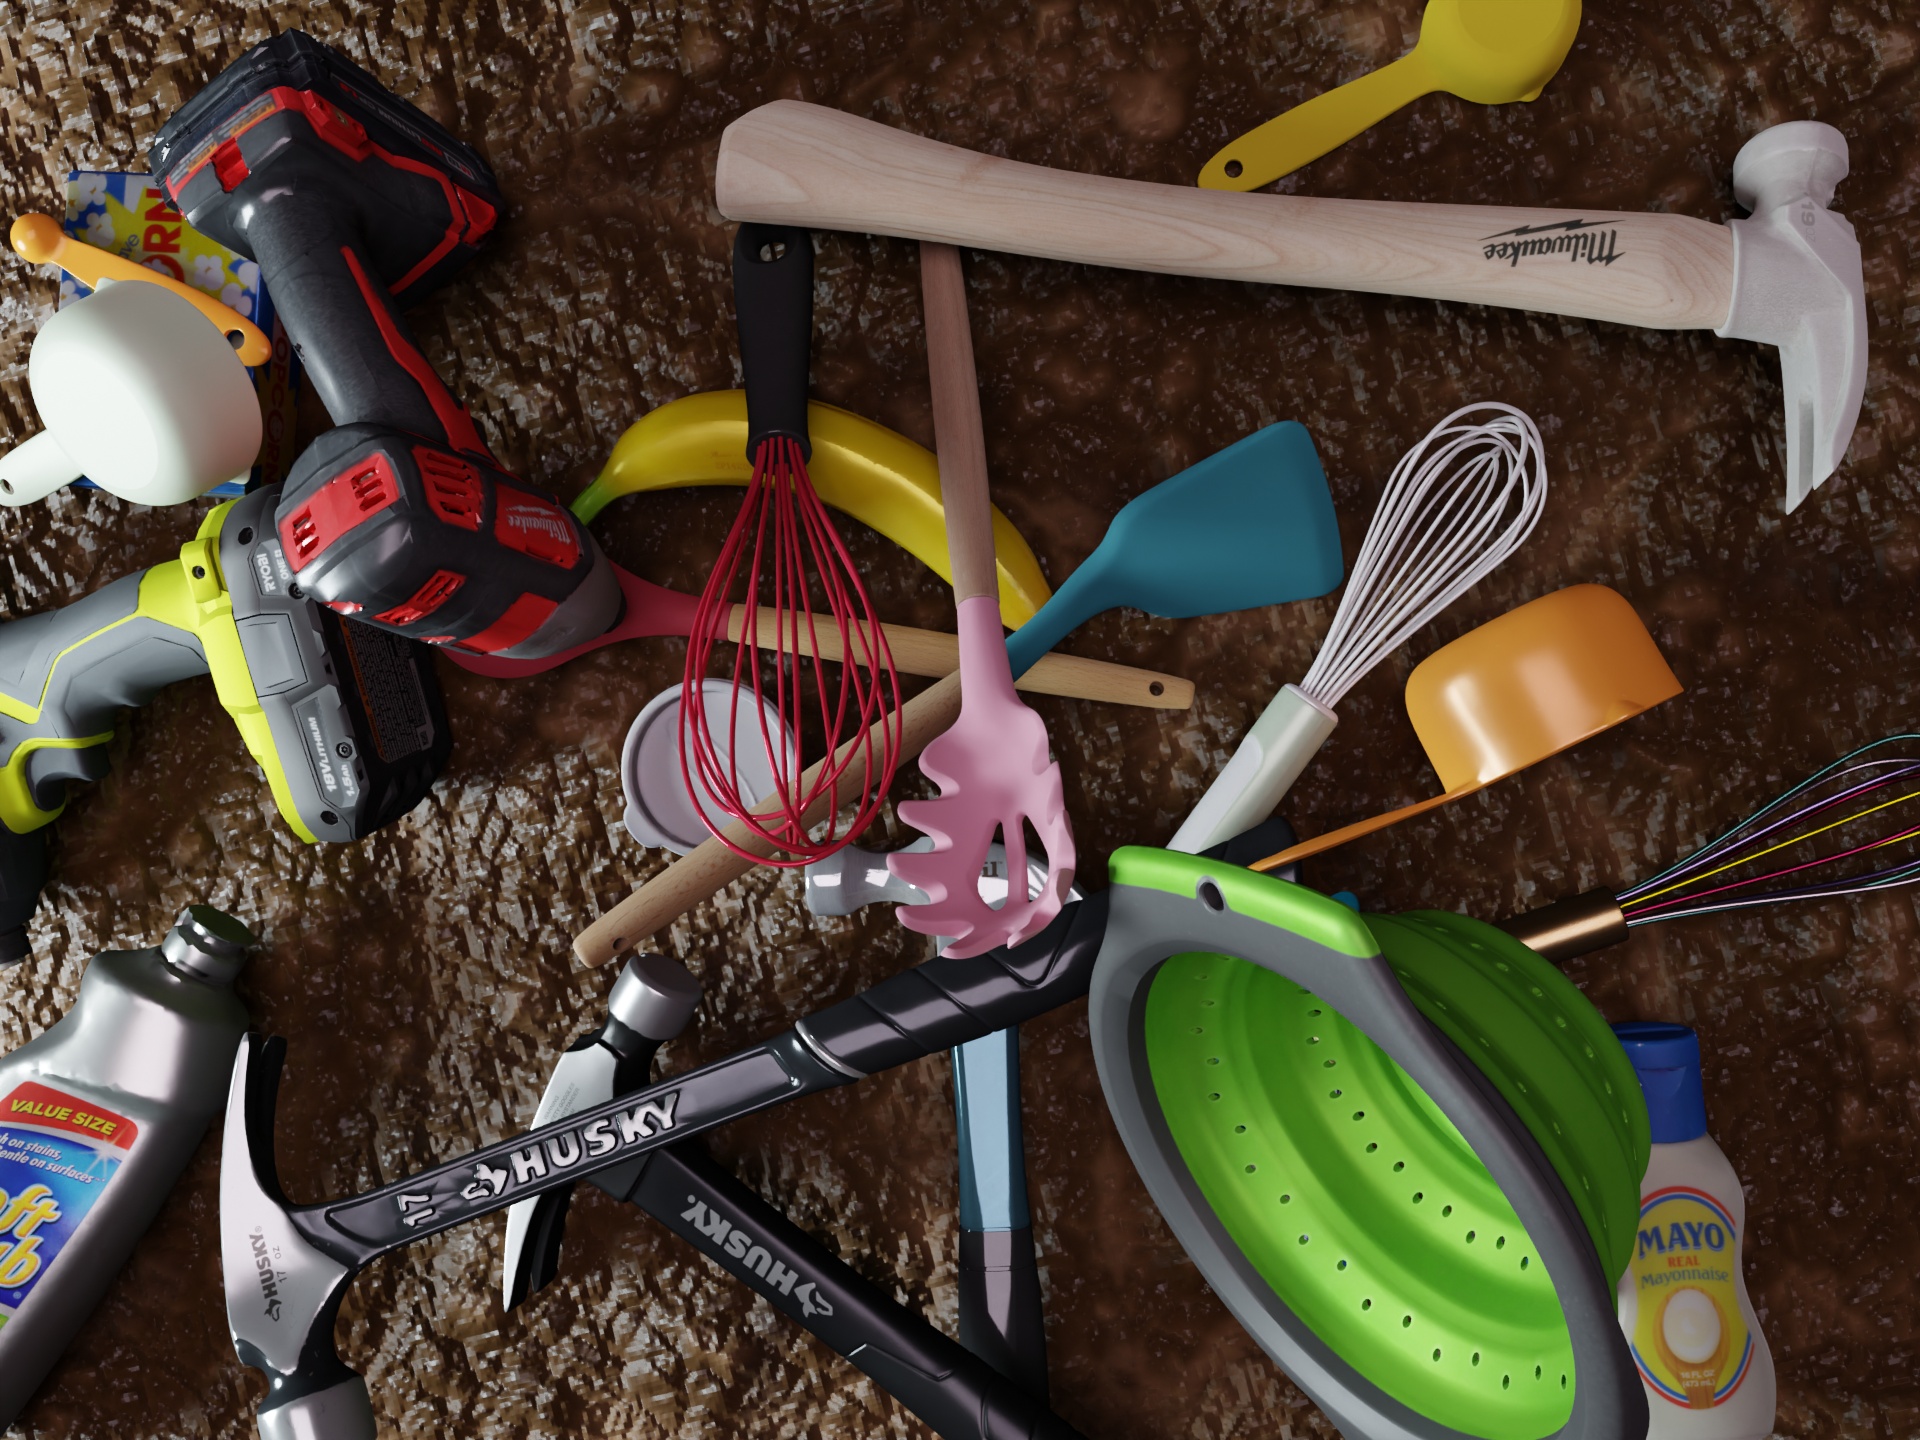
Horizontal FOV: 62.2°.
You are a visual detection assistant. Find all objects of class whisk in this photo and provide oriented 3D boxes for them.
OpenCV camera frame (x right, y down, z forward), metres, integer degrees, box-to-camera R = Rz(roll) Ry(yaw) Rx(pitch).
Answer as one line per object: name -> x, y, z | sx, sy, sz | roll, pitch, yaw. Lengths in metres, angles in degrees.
whisk -> -0.062, -0.079, 0.556 | 0.073, 0.073, 0.296 | -9, 57, 5
whisk -> 0.265, 0.062, 0.591 | 0.245, 0.047, 0.051 | -20, 89, 8
whisk -> 0.137, -0.013, 0.601 | 0.059, 0.058, 0.246 | 32, 98, -26

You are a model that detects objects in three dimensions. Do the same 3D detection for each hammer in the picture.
hammer -> 0.013, 0.209, 0.617 | 0.128, 0.033, 0.331 | -3, 90, 6
hammer -> 0.113, -0.168, 0.579 | 0.410, 0.038, 0.146 | 7, 69, 4
hammer -> -0.067, 0.120, 0.569 | 0.409, 0.036, 0.149 | -21, 76, -3
hammer -> -0.025, 0.238, 0.589 | 0.335, 0.035, 0.146 | 33, 101, 13

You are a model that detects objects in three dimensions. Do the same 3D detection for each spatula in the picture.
spatula -> -0.001, -0.002, 0.578 | 0.317, 0.044, 0.082 | -35, 131, -10

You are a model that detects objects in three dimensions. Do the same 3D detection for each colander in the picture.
colander -> 0.166, 0.199, 0.518 | 0.094, 0.205, 0.396 | -29, 110, -26

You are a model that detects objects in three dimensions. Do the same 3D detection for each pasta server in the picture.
pasta server -> 0.001, -0.067, 0.557 | 0.060, 0.040, 0.316 | -16, 63, 20

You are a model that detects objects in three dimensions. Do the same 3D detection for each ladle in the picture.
ladle -> -0.065, -0.033, 0.628 | 0.315, 0.031, 0.069 | 9, 86, 3

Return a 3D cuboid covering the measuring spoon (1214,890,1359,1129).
measuring spoon -> 0.112, 0.117, 0.608 | 0.042, 0.021, 0.128 | 33, 89, 34

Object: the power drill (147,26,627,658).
power drill -> -0.195, -0.122, 0.571 | 0.078, 0.143, 0.220 | -31, 70, 16

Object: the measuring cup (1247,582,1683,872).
measuring cup -> 0.167, 0.003, 0.565 | 0.173, 0.095, 0.052 | -21, 79, -10

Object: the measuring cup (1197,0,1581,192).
measuring cup -> 0.162, -0.244, 0.606 | 0.156, 0.029, 0.062 | -27, 88, 4

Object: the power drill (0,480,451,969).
power drill -> -0.328, 0.002, 0.625 | 0.223, 0.080, 0.171 | -11, 99, 9

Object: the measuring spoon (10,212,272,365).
measuring spoon -> -0.319, -0.167, 0.617 | 0.117, 0.011, 0.021 | 27, 92, 4

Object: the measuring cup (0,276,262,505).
measuring cup -> -0.326, -0.102, 0.583 | 0.167, 0.038, 0.083 | -16, 114, 32
